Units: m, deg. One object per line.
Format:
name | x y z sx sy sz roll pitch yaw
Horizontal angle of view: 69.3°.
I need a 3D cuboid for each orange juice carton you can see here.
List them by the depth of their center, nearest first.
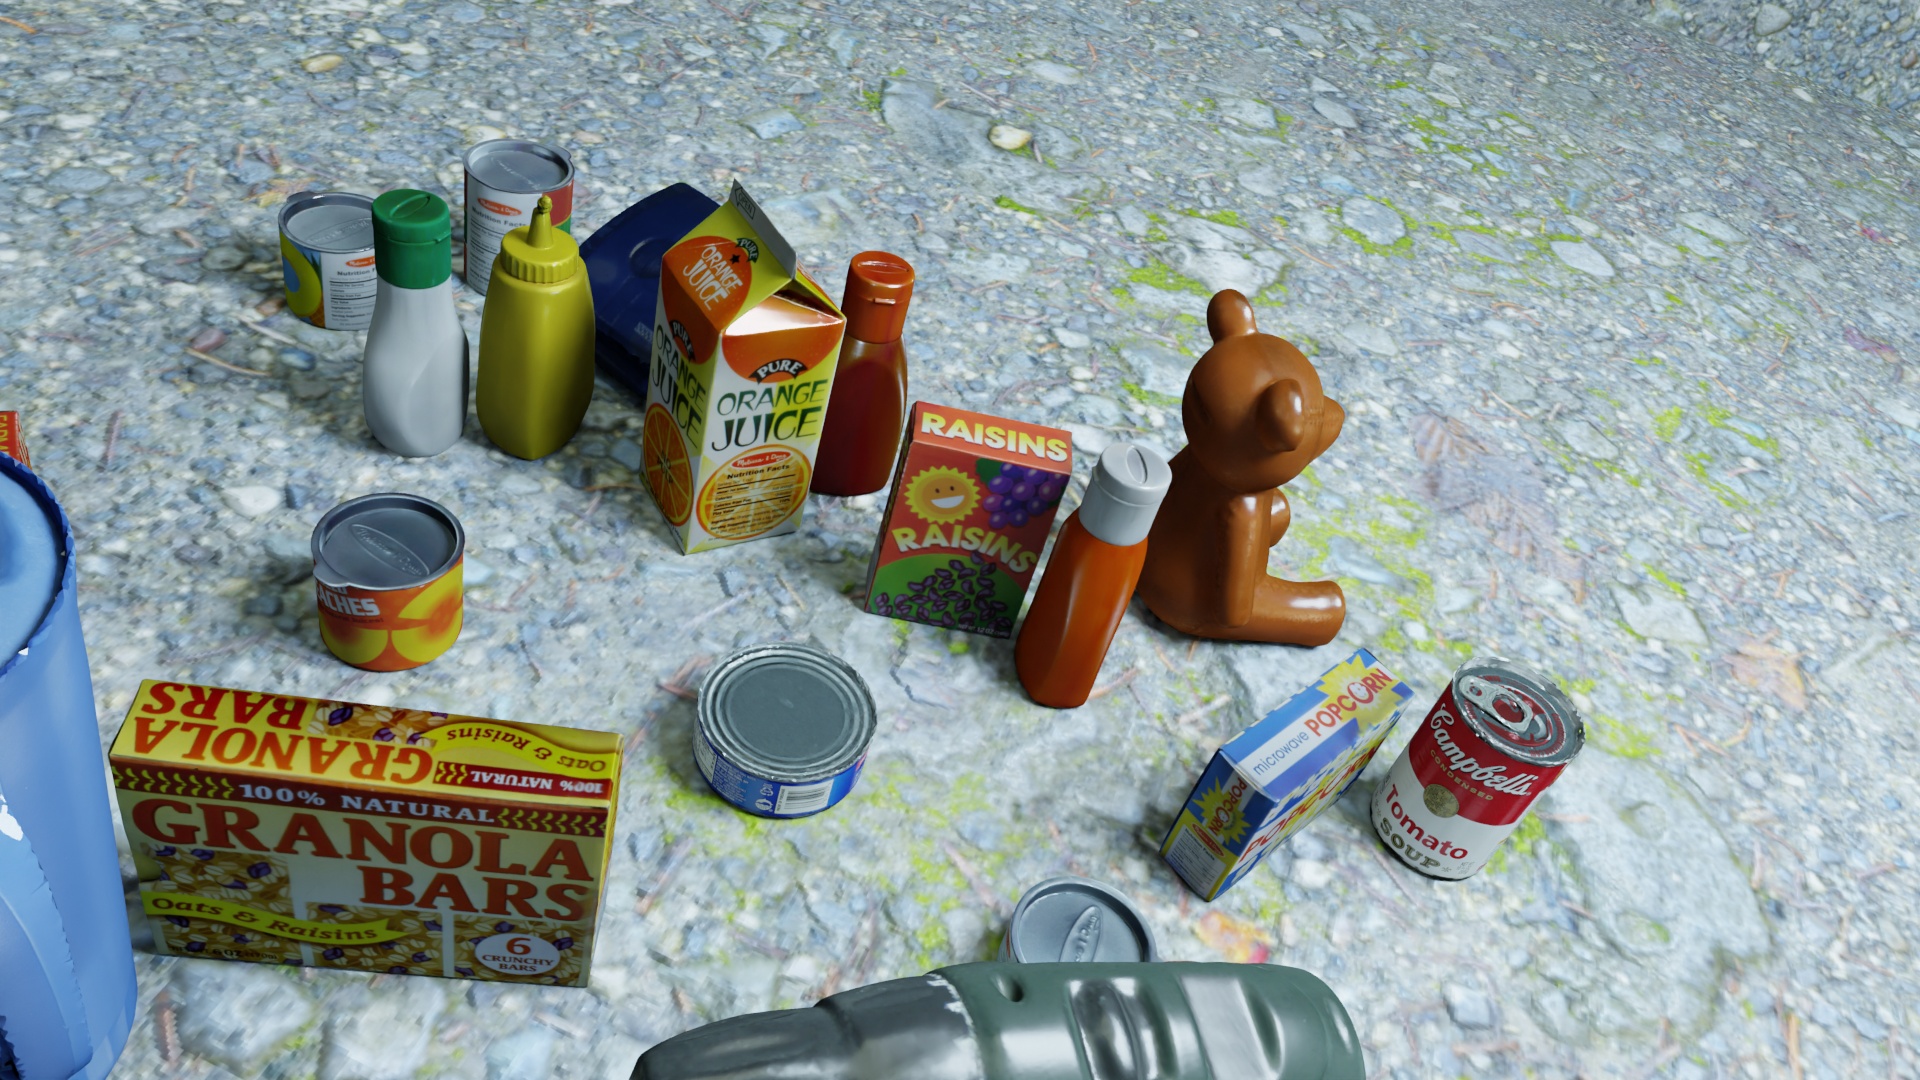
orange juice carton | -0.117 -0.089 0.735 0.073 0.191 0.072 -13 49 -31

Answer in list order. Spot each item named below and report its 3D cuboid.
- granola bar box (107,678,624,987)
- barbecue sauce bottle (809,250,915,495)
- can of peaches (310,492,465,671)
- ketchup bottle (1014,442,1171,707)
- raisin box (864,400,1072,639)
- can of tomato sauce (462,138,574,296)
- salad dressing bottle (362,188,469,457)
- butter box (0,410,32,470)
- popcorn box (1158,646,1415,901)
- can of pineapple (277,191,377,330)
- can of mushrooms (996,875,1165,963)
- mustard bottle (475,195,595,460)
granola bar box | -0.217 0.115 0.523 0.166 0.123 0.039 8 41 -11
barbecue sauce bottle | -0.058 -0.093 0.794 0.065 0.147 0.044 3 42 -17
can of peaches | -0.272 0.021 0.659 0.071 0.057 0.071 10 41 -9
ketchup bottle | 0.067 0.017 0.715 0.043 0.148 0.065 8 41 -12
raisin box | 0.003 -0.009 0.741 0.086 0.122 0.040 12 41 -7
can of tomato sauce | -0.282 -0.205 0.889 0.071 0.082 0.071 10 41 -9
salad dressing bottle | -0.288 -0.113 0.735 0.044 0.146 0.064 24 41 7
butter box | -0.439 -0.008 0.636 0.024 0.052 0.104 -9 47 -28
popcorn box | 0.162 0.115 0.689 0.127 0.084 0.038 -25 56 -38
can of pineapple | -0.373 -0.169 0.836 0.071 0.057 0.071 10 41 -9
can of mushrooms | 0.052 0.186 0.610 0.071 0.033 0.071 10 41 -9
mustard bottle | -0.229 -0.120 0.754 0.049 0.159 0.066 26 41 9
